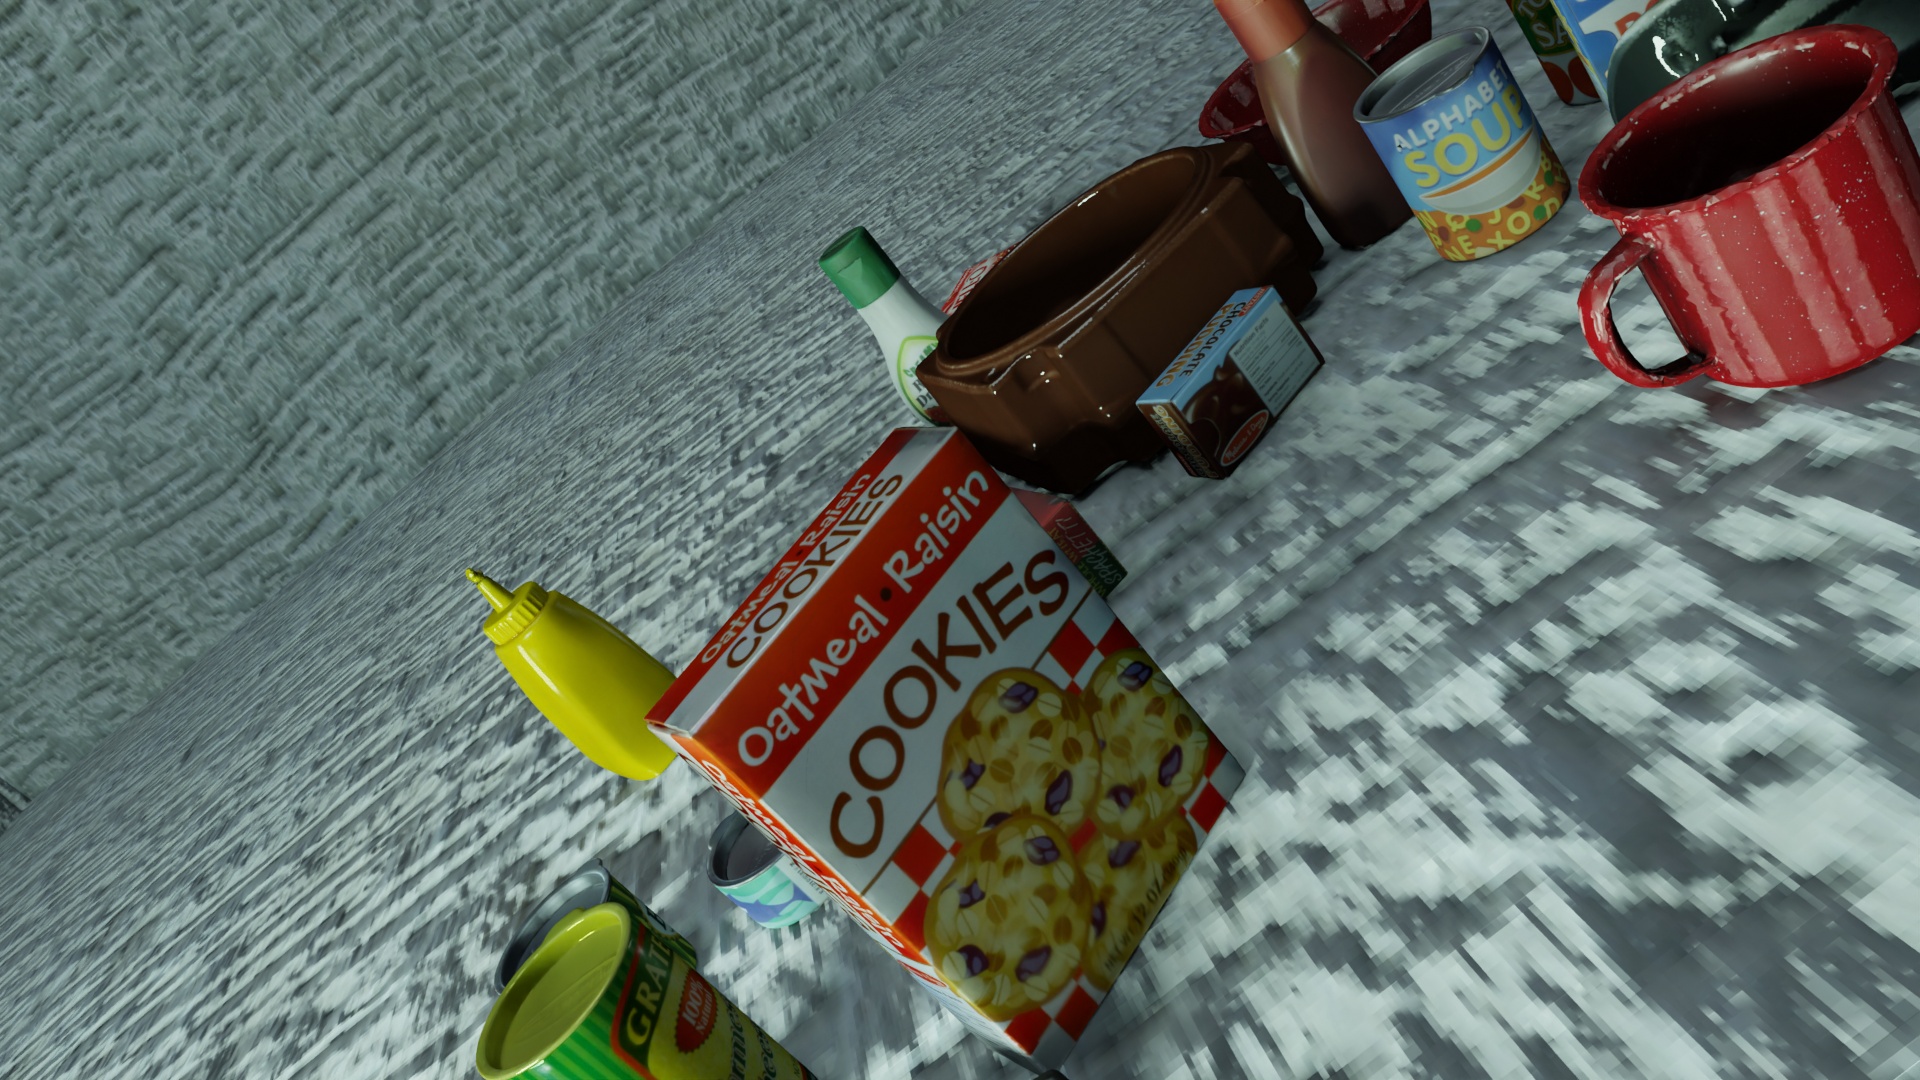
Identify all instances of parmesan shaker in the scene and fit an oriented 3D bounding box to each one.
[{"bbox_3d":[-0.103,0.180,0.476,0.071,0.103,0.071,-34,23,17],"label":"parmesan shaker"}]

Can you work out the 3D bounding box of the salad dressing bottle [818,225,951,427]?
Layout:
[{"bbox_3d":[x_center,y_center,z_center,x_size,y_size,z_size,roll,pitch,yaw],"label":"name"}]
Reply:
[{"bbox_3d":[-0.029,-0.129,0.870,0.064,0.147,0.044,-33,23,18],"label":"salad dressing bottle"}]

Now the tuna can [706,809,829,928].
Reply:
[{"bbox_3d":[-0.078,0.135,0.613,0.071,0.032,0.071,-34,23,17],"label":"tuna can"}]

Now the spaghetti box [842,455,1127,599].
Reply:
[{"bbox_3d":[0.003,-0.009,0.728,0.029,0.050,0.250,-46,23,-12],"label":"spaghetti box"}]

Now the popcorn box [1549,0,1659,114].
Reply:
[{"bbox_3d":[0.333,-0.257,0.616,0.126,0.085,0.038,-31,24,21],"label":"popcorn box"}]

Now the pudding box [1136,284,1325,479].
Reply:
[{"bbox_3d":[0.127,-0.075,0.652,0.084,0.049,0.030,-48,23,-17],"label":"pudding box"}]

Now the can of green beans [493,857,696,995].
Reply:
[{"bbox_3d":[-0.159,0.188,0.611,0.071,0.057,0.071,-34,23,17],"label":"can of green beans"}]

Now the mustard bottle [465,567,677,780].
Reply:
[{"bbox_3d":[-0.223,0.069,0.796,0.048,0.160,0.065,-15,33,47],"label":"mustard bottle"}]

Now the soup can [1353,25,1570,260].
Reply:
[{"bbox_3d":[0.231,-0.180,0.637,0.071,0.083,0.072,-34,23,17],"label":"soup can"}]

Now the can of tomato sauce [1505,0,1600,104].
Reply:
[{"bbox_3d":[0.306,-0.265,0.677,0.071,0.083,0.071,-34,23,17],"label":"can of tomato sauce"}]

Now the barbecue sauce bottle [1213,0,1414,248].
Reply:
[{"bbox_3d":[0.184,-0.225,0.709,0.065,0.148,0.044,-41,22,0],"label":"barbecue sauce bottle"}]

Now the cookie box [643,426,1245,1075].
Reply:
[{"bbox_3d":[0.003,0.065,0.437,0.123,0.167,0.040,-51,24,-23],"label":"cookie box"}]
